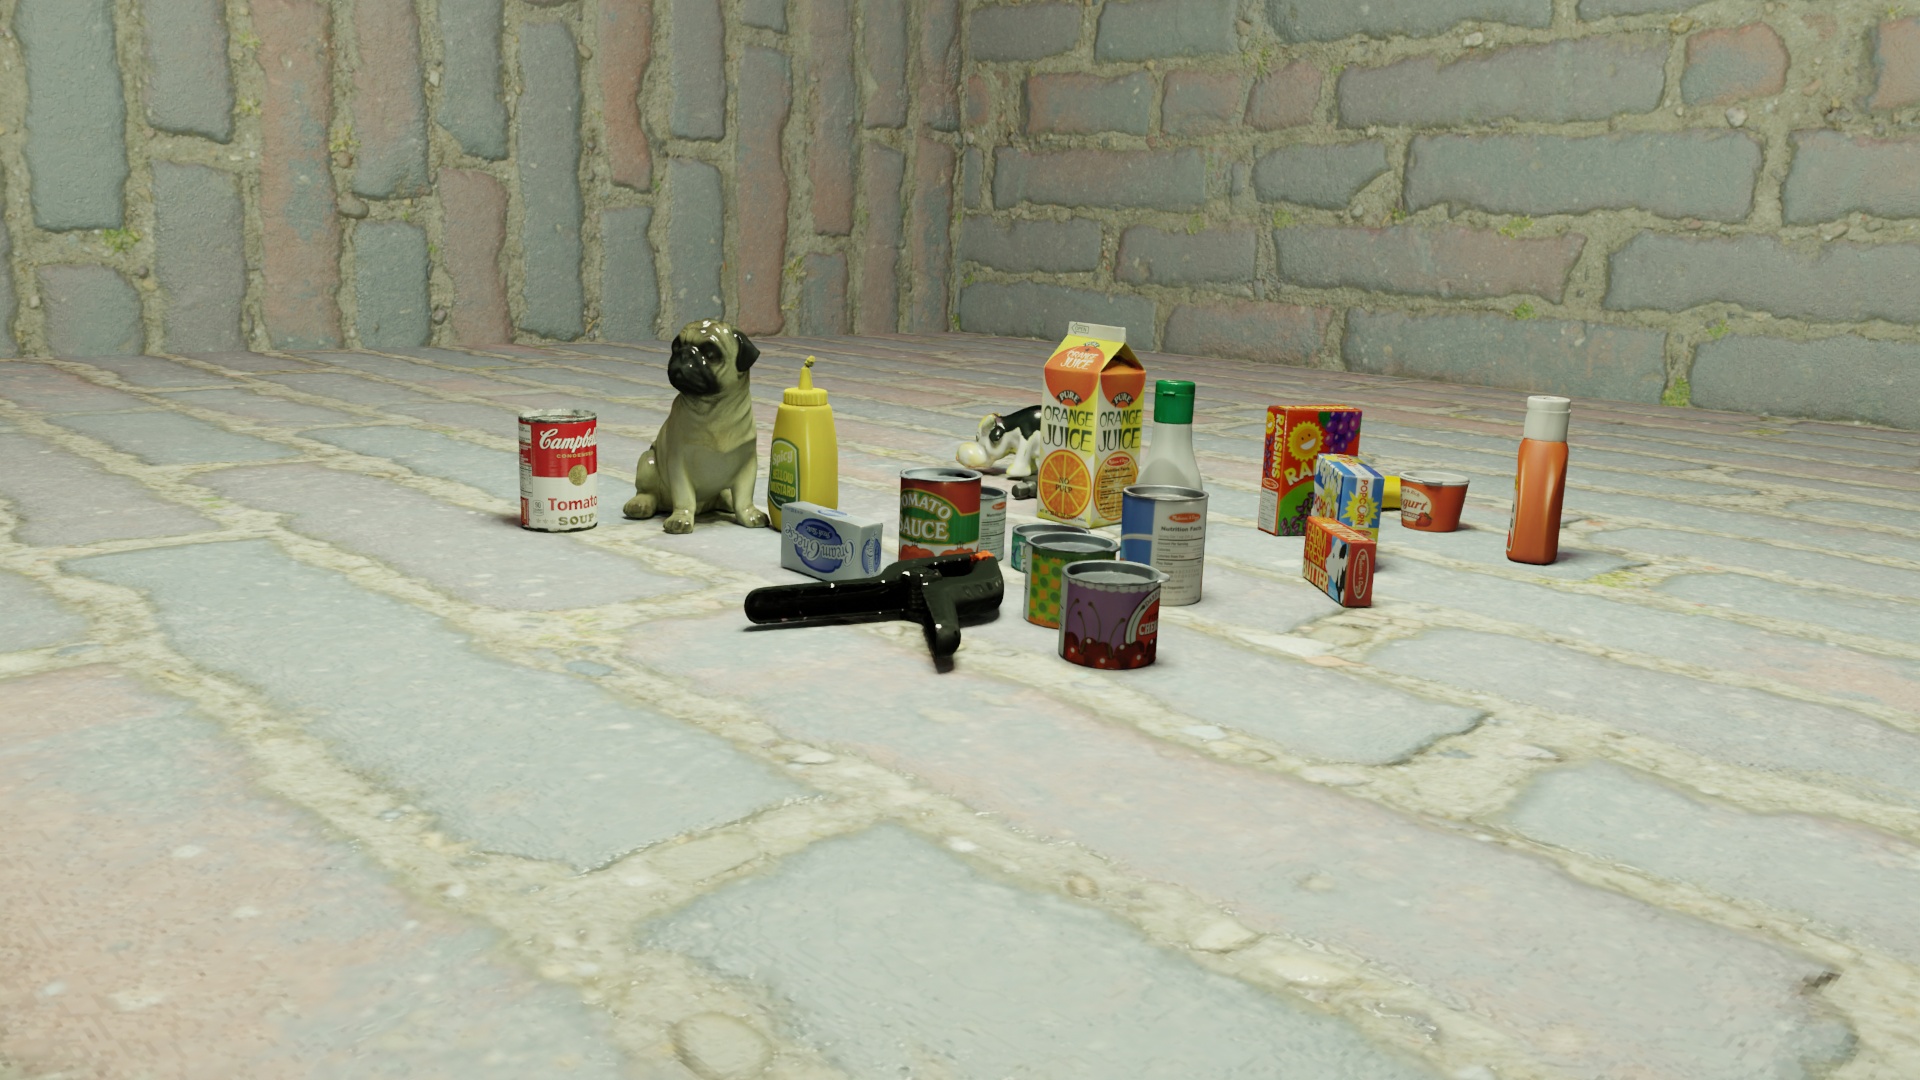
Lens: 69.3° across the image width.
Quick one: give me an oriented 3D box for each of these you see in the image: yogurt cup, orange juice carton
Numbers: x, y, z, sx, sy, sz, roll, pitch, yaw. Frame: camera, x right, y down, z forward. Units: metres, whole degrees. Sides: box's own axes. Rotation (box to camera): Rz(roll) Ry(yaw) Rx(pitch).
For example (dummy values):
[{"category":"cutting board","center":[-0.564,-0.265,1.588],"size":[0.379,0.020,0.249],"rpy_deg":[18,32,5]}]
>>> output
[{"category":"yogurt cup","center":[0.476,-0.039,1.401],"size":[0.072,0.053,0.072],"rpy_deg":[2,12,0]},{"category":"orange juice carton","center":[0.128,-0.114,1.354],"size":[0.073,0.192,0.072],"rpy_deg":[-9,16,-44]}]

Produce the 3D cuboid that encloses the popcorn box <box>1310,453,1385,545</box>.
[{"category":"popcorn box","center":[0.344,-0.027,1.244],"size":[0.038,0.085,0.127],"rpy_deg":[3,12,4]}]

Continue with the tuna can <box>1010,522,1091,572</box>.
[{"category":"tuna can","center":[0.074,0.008,1.159],"size":[0.071,0.032,0.071],"rpy_deg":[2,12,0]}]

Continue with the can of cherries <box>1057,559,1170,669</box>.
[{"category":"can of cherries","center":[0.101,0.048,0.915],"size":[0.071,0.058,0.071],"rpy_deg":[2,12,0]}]

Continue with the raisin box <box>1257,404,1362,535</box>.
[{"category":"raisin box","center":[0.339,-0.069,1.347],"size":[0.086,0.123,0.040],"rpy_deg":[-1,12,-16]}]

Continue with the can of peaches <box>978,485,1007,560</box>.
[{"category":"can of peaches","center":[0.004,-0.015,1.190],"size":[0.071,0.058,0.071],"rpy_deg":[2,12,0]}]

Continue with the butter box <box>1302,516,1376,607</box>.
[{"category":"butter box","center":[0.303,0.016,1.117],"size":[0.024,0.053,0.104],"rpy_deg":[1,12,-5]}]

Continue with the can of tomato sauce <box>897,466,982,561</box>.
[{"category":"can of tomato sauce","center":[-0.018,-0.014,1.122],"size":[0.071,0.083,0.071],"rpy_deg":[2,12,0]}]

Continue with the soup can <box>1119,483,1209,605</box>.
[{"category":"soup can","center":[0.156,0.002,1.080],"size":[0.071,0.083,0.071],"rpy_deg":[2,12,0]}]

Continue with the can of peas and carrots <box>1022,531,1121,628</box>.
[{"category":"can of peas and carrots","center":[0.081,0.029,1.002],"size":[0.071,0.058,0.071],"rpy_deg":[2,12,0]}]

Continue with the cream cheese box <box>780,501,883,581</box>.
[{"category":"cream cheese box","center":[-0.102,0.004,1.094],"size":[0.024,0.053,0.104],"rpy_deg":[-9,16,-42]}]

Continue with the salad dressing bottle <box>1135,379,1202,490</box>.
[{"category":"salad dressing bottle","center":[0.195,-0.074,1.289],"size":[0.064,0.147,0.044],"rpy_deg":[8,13,25]}]

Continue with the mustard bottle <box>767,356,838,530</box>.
[{"category":"mustard bottle","center":[-0.142,-0.086,1.251],"size":[0.049,0.159,0.065],"rpy_deg":[-9,16,-44]}]

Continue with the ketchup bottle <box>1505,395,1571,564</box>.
[{"category":"ketchup bottle","center":[0.527,-0.056,1.263],"size":[0.043,0.148,0.065],"rpy_deg":[8,13,26]}]
